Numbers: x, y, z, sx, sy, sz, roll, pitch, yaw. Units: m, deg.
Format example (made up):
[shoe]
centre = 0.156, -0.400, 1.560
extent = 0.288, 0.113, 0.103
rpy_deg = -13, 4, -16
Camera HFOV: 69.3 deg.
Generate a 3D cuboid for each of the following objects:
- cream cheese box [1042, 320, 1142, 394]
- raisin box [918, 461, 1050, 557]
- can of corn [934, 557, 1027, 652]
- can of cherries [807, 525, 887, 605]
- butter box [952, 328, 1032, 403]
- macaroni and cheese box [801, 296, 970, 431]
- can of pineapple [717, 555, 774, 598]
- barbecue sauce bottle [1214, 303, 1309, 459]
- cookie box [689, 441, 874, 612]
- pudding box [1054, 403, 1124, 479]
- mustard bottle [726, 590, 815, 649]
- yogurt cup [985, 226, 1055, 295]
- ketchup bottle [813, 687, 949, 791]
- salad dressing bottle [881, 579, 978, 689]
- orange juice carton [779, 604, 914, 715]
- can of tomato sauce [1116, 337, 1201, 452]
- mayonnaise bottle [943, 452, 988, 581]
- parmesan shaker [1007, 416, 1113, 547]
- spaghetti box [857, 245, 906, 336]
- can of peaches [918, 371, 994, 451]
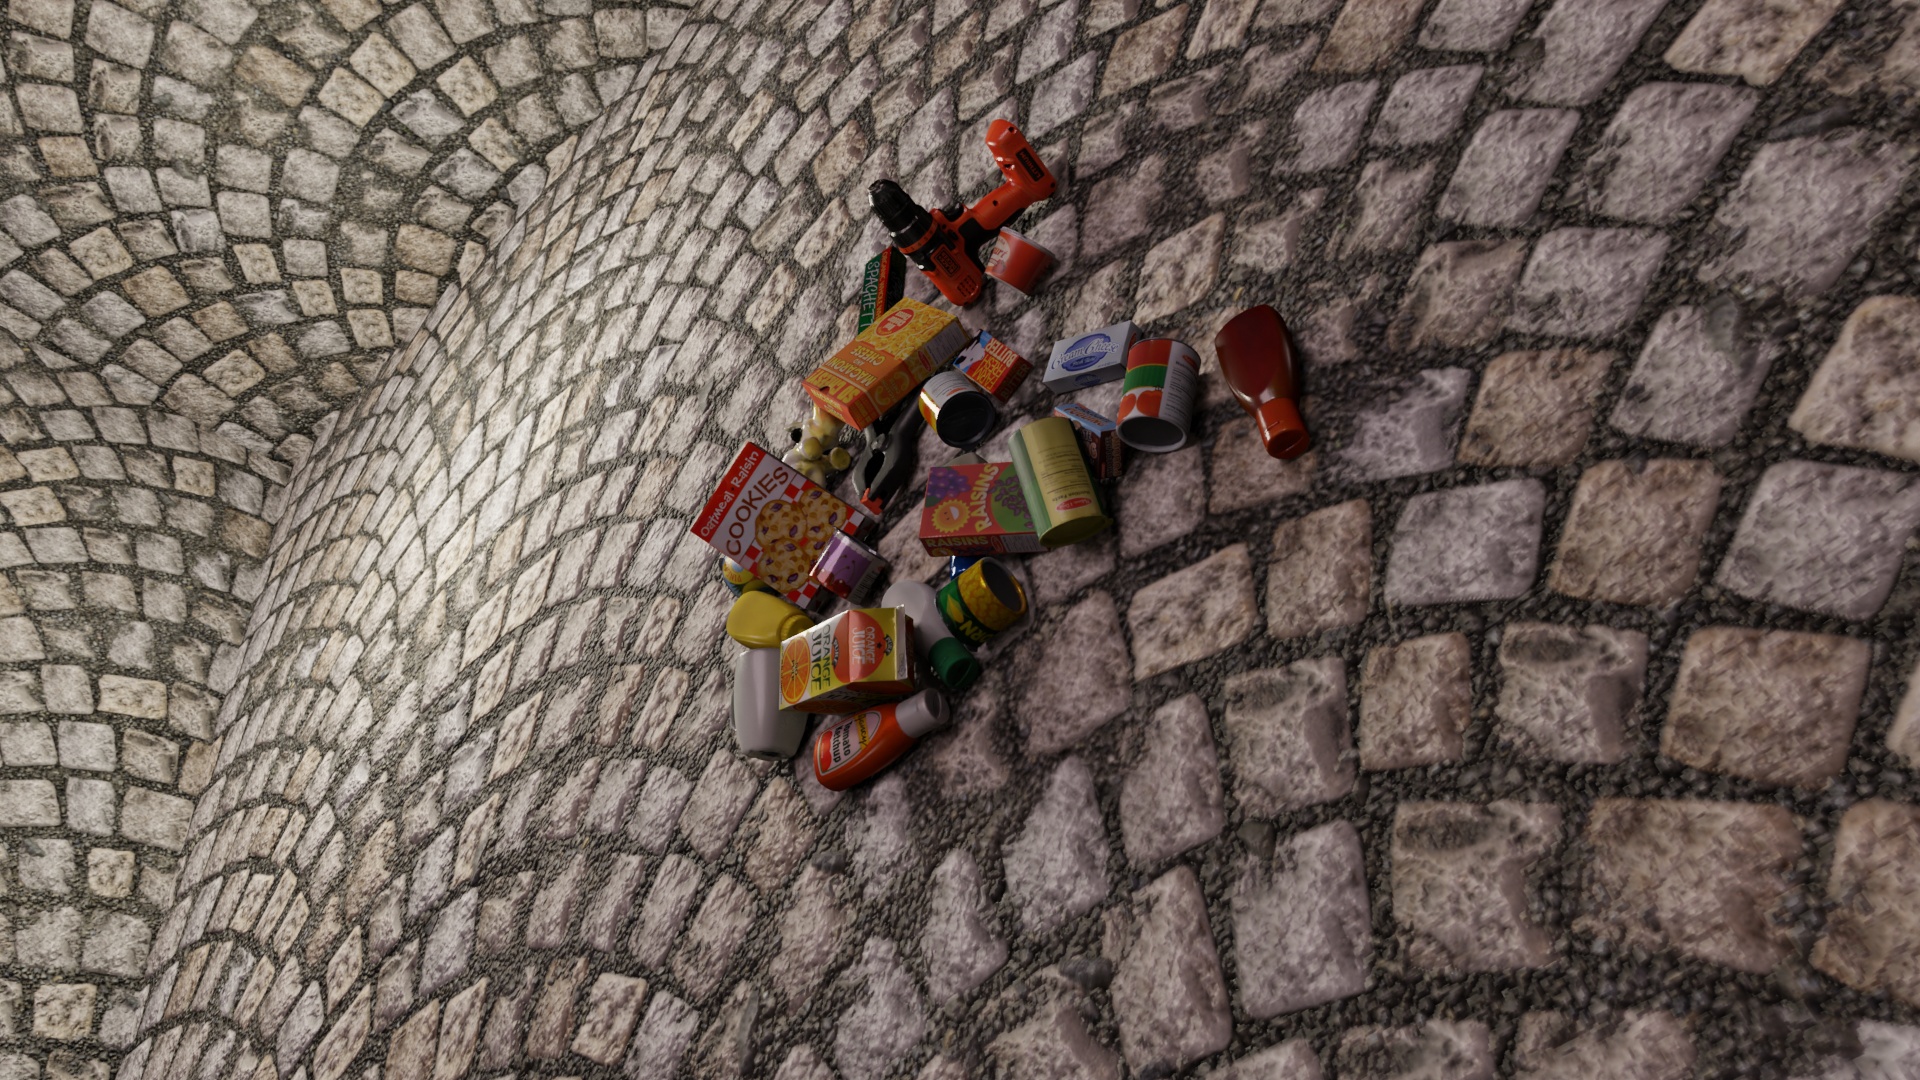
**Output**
[cream cheese box]
centre = 0.132, -0.182, 1.387
extent = 0.103, 0.024, 0.053
rpy_deg = -10, 55, 46
[raisin box]
centre = 0.028, -0.031, 1.337
extent = 0.123, 0.040, 0.086
rpy_deg = -3, 58, 17
[can of corn]
centre = 0.020, 0.059, 1.293
extent = 0.058, 0.071, 0.071
rpy_deg = -38, 39, 25
[can of cherries]
centre = -0.123, 0.027, 1.484
extent = 0.058, 0.071, 0.071
rpy_deg = -57, 35, 1
[butter box]
centre = 0.034, -0.190, 1.509
extent = 0.053, 0.024, 0.104
rpy_deg = -53, 35, 6
[macaroni and cheese box]
centre = -0.088, -0.207, 1.600
extent = 0.167, 0.040, 0.124
rpy_deg = -41, 35, -13
[can of pineapple]
centre = -0.236, 0.030, 1.616
extent = 0.057, 0.071, 0.071
rpy_deg = -31, 42, 31
[barbecue sauce bottle]
centre = 0.260, -0.133, 1.181
extent = 0.064, 0.043, 0.149
rpy_deg = -35, 41, 28
[cookie box]
centre = -0.200, -0.017, 1.553
extent = 0.167, 0.040, 0.123
rpy_deg = 33, 89, 15
[pudding box]
centre = 0.121, -0.094, 1.307
extent = 0.084, 0.030, 0.049
rpy_deg = 38, 133, 55
[mustard bottle]
centre = -0.201, 0.097, 1.539
extent = 0.160, 0.049, 0.065
rpy_deg = 12, 73, 52
[yogurt cup]
centre = 0.063, -0.307, 1.535
extent = 0.054, 0.072, 0.072
rpy_deg = -62, 35, 7
[ketchup bottle]
centre = -0.075, 0.186, 1.325
extent = 0.148, 0.043, 0.065
rpy_deg = -31, 42, 30
[salad dressing bottle]
centre = -0.029, 0.091, 1.346
extent = 0.064, 0.044, 0.148
rpy_deg = -55, 36, 10
[orange juice carton]
centre = -0.102, 0.117, 1.341
extent = 0.192, 0.073, 0.072
rpy_deg = -26, 59, 53
[can of tomato sauce]
centre = 0.178, -0.130, 1.256
extent = 0.071, 0.071, 0.083
rpy_deg = -14, 54, 44
[mayonnaise bottle]
centre = 0.005, -0.017, 1.392
extent = 0.064, 0.041, 0.149
rpy_deg = -31, 43, 28
[parmesan shaker]
centre = 0.091, -0.054, 1.271
extent = 0.071, 0.071, 0.103
rpy_deg = -31, 66, 32
[spaghetti box]
centre = -0.102, -0.264, 1.724
extent = 0.050, 0.028, 0.251
rpy_deg = -27, 45, 35
[can of peaches]
centre = -0.005, -0.138, 1.480
extent = 0.071, 0.071, 0.058
rpy_deg = -50, 36, 9
